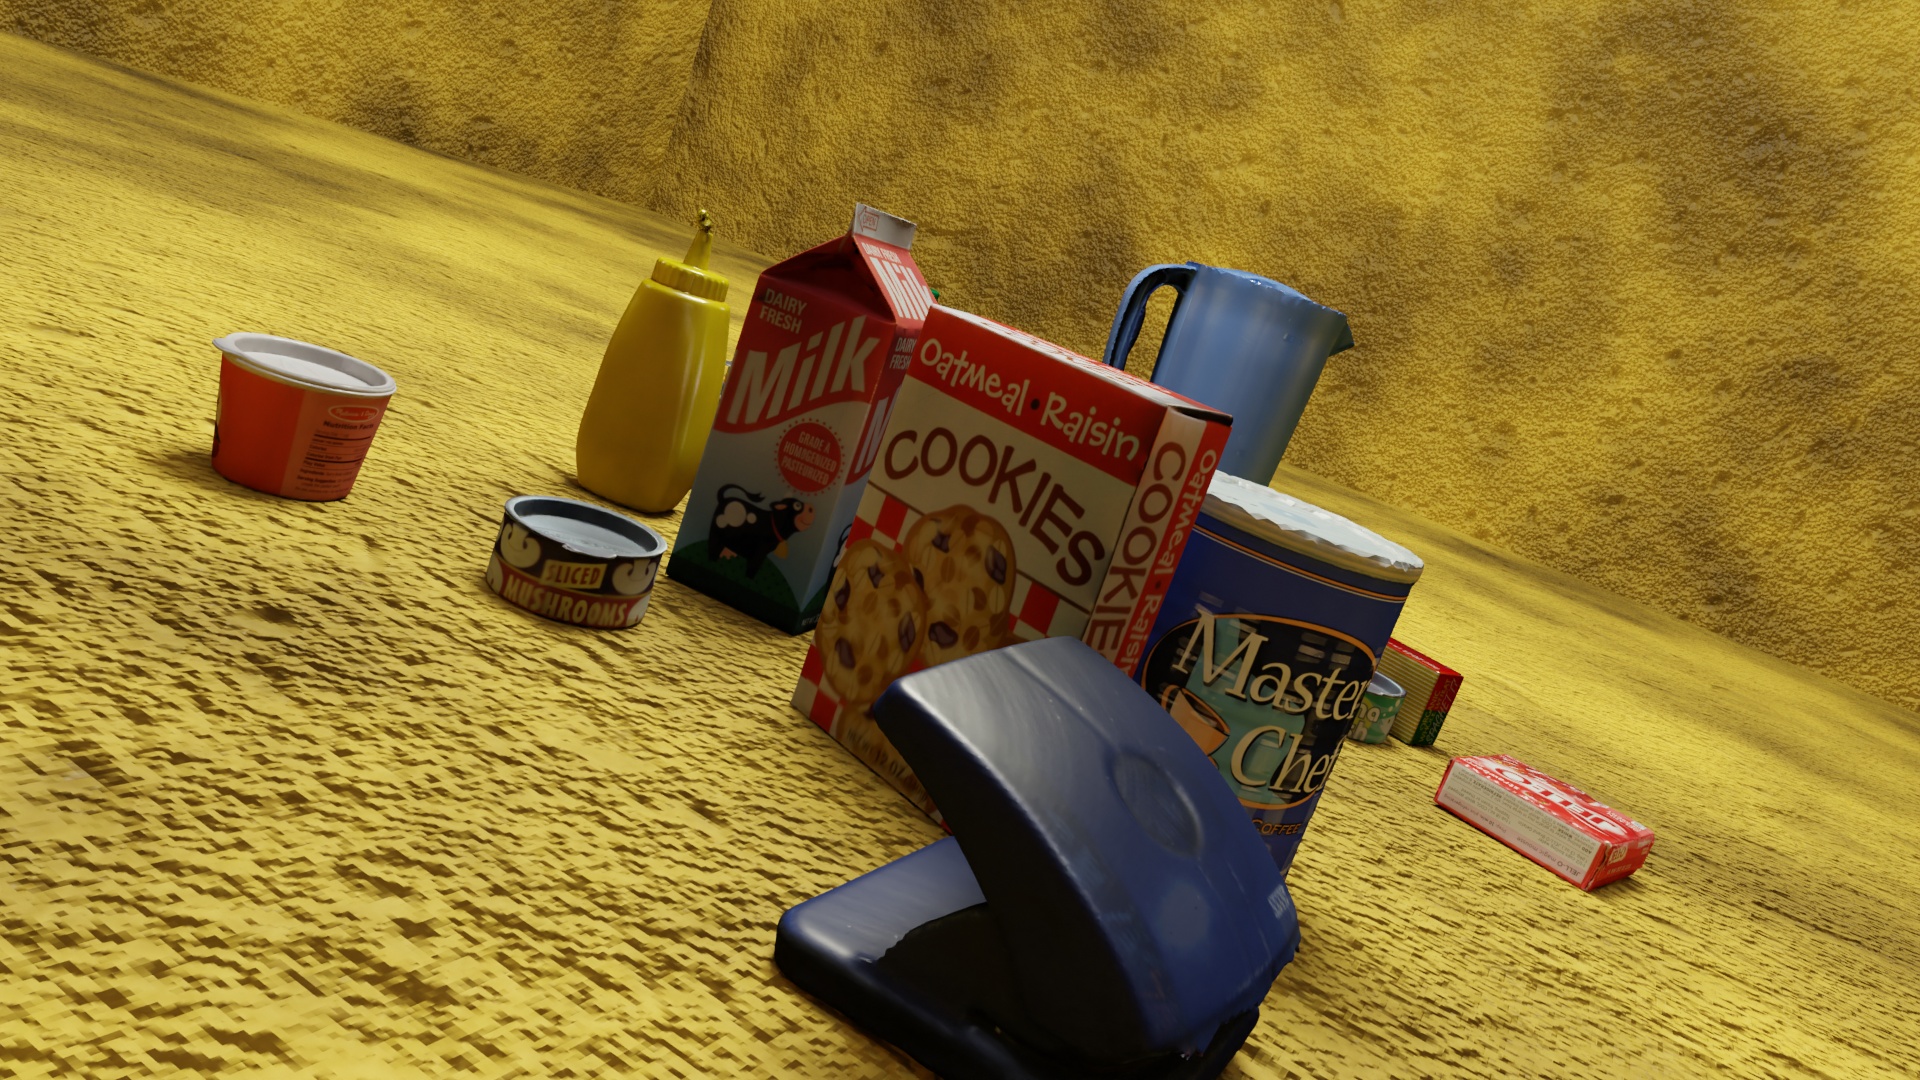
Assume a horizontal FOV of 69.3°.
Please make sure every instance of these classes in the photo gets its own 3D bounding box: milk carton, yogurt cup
[{"bbox_3d":[-0.064,-0.060,0.647,0.073,0.190,0.072,23,11,16],"label":"milk carton"},{"bbox_3d":[-0.279,-0.051,0.584,0.072,0.053,0.072,19,11,-4],"label":"yogurt cup"}]

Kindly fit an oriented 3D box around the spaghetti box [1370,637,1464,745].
[{"bbox_3d":[0.216,0.057,0.926,0.029,0.050,0.250,10,15,-40],"label":"spaghetti box"}]

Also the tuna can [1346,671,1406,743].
[{"bbox_3d":[0.228,0.092,0.824,0.071,0.032,0.071,19,12,-4],"label":"tuna can"}]

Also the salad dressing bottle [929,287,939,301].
[{"bbox_3d":[-0.058,-0.129,1.080,0.044,0.147,0.064,22,11,11],"label":"salad dressing bottle"}]

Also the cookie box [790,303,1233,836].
[{"bbox_3d":[0.013,0.012,0.502,0.040,0.167,0.123,9,16,-46],"label":"cookie box"}]

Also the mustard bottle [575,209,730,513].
[{"bbox_3d":[-0.154,-0.096,0.736,0.065,0.160,0.049,22,11,9],"label":"mustard bottle"}]

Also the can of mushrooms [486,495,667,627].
[{"bbox_3d":[-0.156,0.009,0.566,0.071,0.033,0.071,19,12,-4],"label":"can of mushrooms"}]

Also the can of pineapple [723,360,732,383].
[{"bbox_3d":[-0.142,-0.090,0.981,0.071,0.057,0.071,19,11,-4],"label":"can of pineapple"}]

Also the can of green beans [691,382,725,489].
[{"bbox_3d":[-0.159,-0.066,0.844,0.071,0.057,0.071,19,11,-4],"label":"can of green beans"}]
